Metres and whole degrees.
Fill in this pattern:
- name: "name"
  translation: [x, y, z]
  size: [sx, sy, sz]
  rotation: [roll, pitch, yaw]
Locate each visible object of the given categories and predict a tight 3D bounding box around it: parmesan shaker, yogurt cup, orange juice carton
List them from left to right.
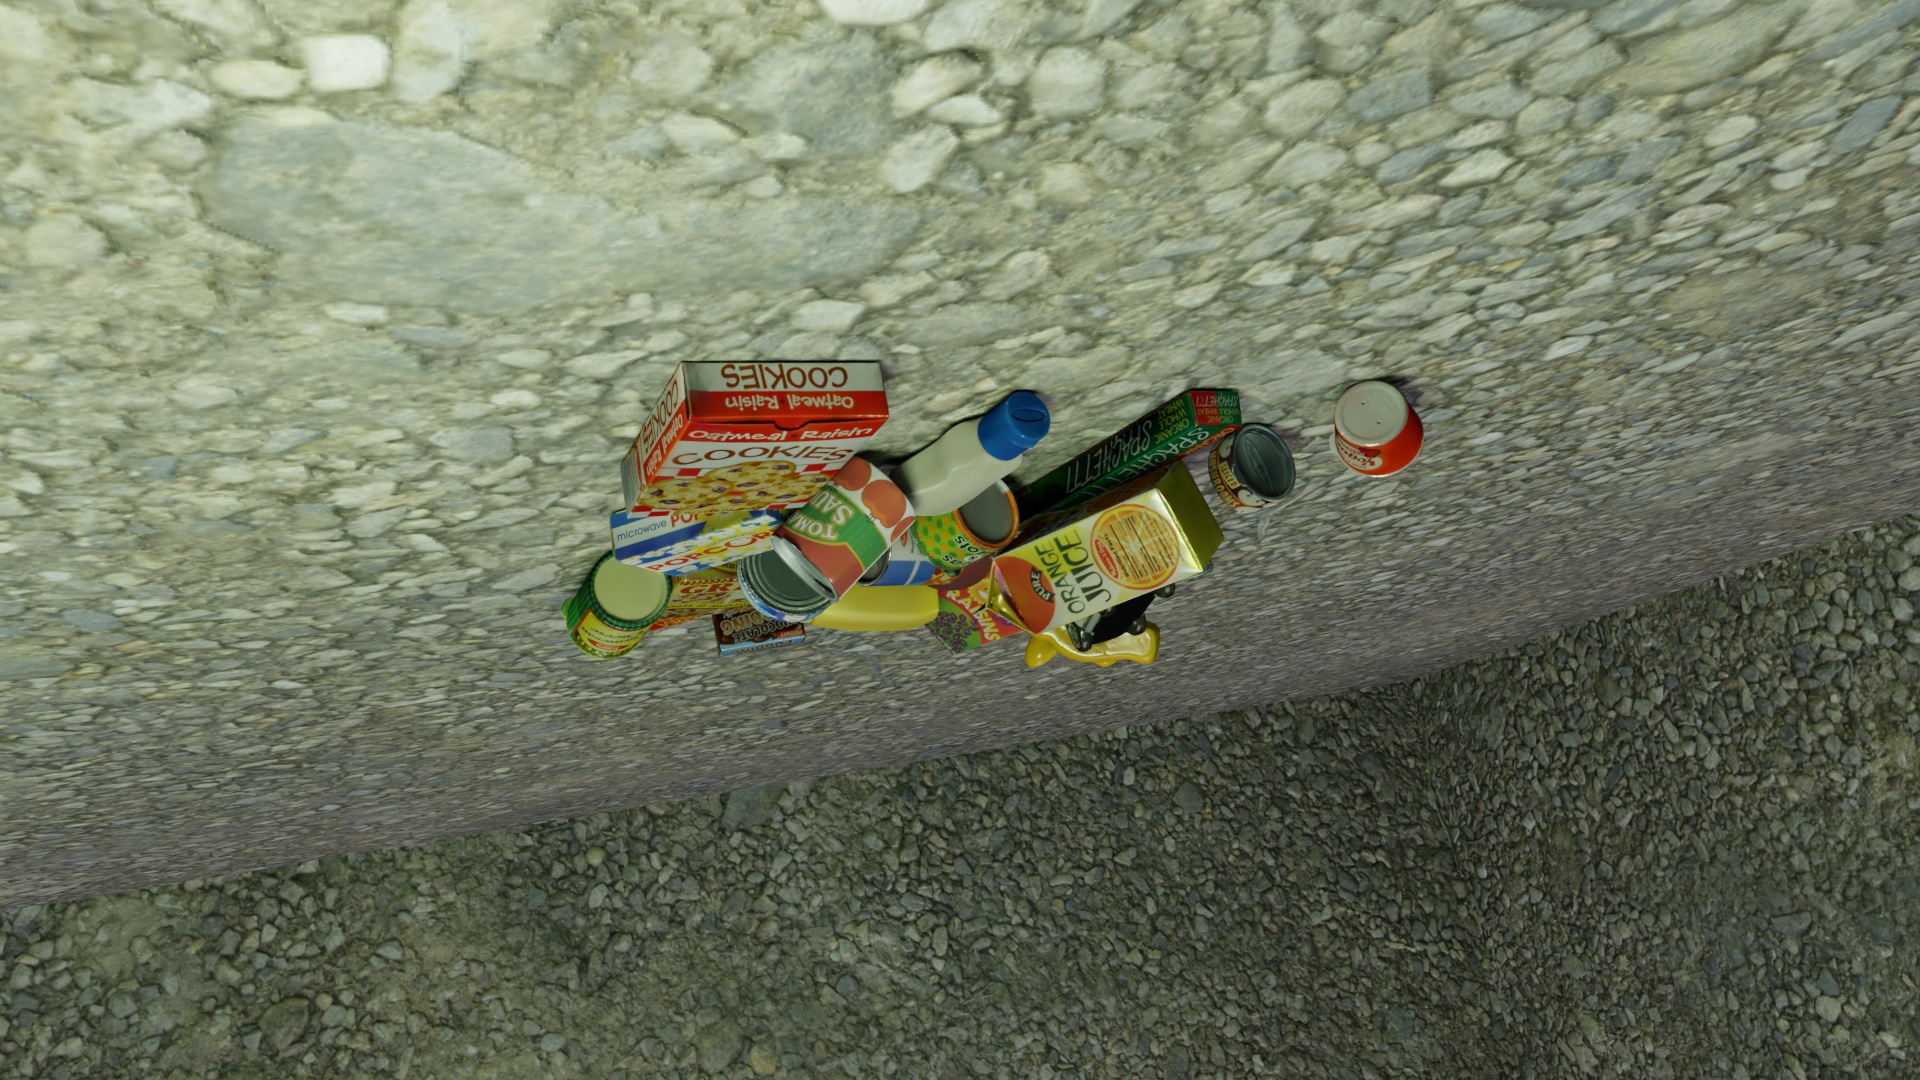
- name: "parmesan shaker"
  translation: [-0.281, 0.052, 1.128]
  size: [0.071, 0.071, 0.102]
  rotation: [-4, 164, -26]
- name: "orange juice carton"
  translation: [0.098, 0.014, 1.075]
  size: [0.192, 0.073, 0.072]
  rotation: [-24, -171, 31]
- name: "yogurt cup"
  translation: [0.319, -0.088, 1.068]
  size: [0.072, 0.072, 0.054]
  rotation: [-16, 157, 18]

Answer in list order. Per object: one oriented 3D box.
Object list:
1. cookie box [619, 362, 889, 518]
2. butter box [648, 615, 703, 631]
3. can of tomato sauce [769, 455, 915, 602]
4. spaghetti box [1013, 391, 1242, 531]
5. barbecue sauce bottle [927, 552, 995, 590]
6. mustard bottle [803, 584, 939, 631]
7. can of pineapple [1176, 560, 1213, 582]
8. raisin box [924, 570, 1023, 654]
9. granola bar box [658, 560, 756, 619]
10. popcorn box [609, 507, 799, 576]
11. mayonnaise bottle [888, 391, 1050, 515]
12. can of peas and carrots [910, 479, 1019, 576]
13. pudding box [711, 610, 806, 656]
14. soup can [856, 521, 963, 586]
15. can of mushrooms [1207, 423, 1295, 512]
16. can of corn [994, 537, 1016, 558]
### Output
- name: "cookie box"
  translation: [-0.132, -0.060, 0.862]
  size: [0.123, 0.040, 0.166]
  rotation: [-4, 164, -27]
- name: "butter box"
  translation: [-0.279, 0.063, 1.257]
  size: [0.103, 0.024, 0.053]
  rotation: [-16, 164, 17]
- name: "can of tomato sauce"
  translation: [-0.083, -0.010, 0.977]
  size: [0.083, 0.071, 0.071]
  rotation: [-47, 174, -16]
- name: "spaghetti box"
  translation: [0.120, -0.058, 1.094]
  size: [0.050, 0.029, 0.249]
  rotation: [-3, 164, -35]
- name: "barbecue sauce bottle"
  translation: [0.003, 0.006, 1.220]
  size: [0.065, 0.044, 0.148]
  rotation: [-7, 165, -11]
- name: "mustard bottle"
  translation: [-0.102, 0.053, 1.288]
  size: [0.160, 0.065, 0.048]
  rotation: [-2, 160, -12]
- name: "can of pineapple"
  translation: [0.210, 0.007, 1.360]
  size: [0.071, 0.058, 0.071]
  rotation: [-11, 166, -3]
- name: "raisin box"
  translation: [0.017, 0.057, 1.352]
  size: [0.123, 0.040, 0.086]
  rotation: [-22, 120, 36]
- name: "granola bar box"
  translation: [-0.170, 0.027, 1.172]
  size: [0.166, 0.039, 0.123]
  rotation: [-4, 165, -26]
- name: "popcorn box"
  translation: [-0.180, -0.011, 1.017]
  size: [0.126, 0.038, 0.085]
  rotation: [-16, 165, 17]
- name: "mayonnaise bottle"
  translation: [0.008, -0.059, 0.978]
  size: [0.065, 0.041, 0.147]
  rotation: [-3, 162, -33]
- name: "can of peas and carrots"
  translation: [0.004, -0.014, 1.088]
  size: [0.071, 0.071, 0.058]
  rotation: [0, 161, -39]
- name: "pudding box"
  translation: [-0.195, 0.081, 1.341]
  size: [0.084, 0.050, 0.030]
  rotation: [-8, 164, -15]
- name: "soup can"
  translation: [-0.047, 0.005, 1.130]
  size: [0.084, 0.071, 0.071]
  rotation: [1, 161, -41]
- name: "can of mushrooms"
  translation: [0.231, -0.057, 1.109]
  size: [0.071, 0.071, 0.033]
  rotation: [-2, 164, -33]
- name: "can of corn"
  translation: [0.068, 0.026, 1.179]
  size: [0.058, 0.071, 0.071]
  rotation: [-14, 166, 23]
